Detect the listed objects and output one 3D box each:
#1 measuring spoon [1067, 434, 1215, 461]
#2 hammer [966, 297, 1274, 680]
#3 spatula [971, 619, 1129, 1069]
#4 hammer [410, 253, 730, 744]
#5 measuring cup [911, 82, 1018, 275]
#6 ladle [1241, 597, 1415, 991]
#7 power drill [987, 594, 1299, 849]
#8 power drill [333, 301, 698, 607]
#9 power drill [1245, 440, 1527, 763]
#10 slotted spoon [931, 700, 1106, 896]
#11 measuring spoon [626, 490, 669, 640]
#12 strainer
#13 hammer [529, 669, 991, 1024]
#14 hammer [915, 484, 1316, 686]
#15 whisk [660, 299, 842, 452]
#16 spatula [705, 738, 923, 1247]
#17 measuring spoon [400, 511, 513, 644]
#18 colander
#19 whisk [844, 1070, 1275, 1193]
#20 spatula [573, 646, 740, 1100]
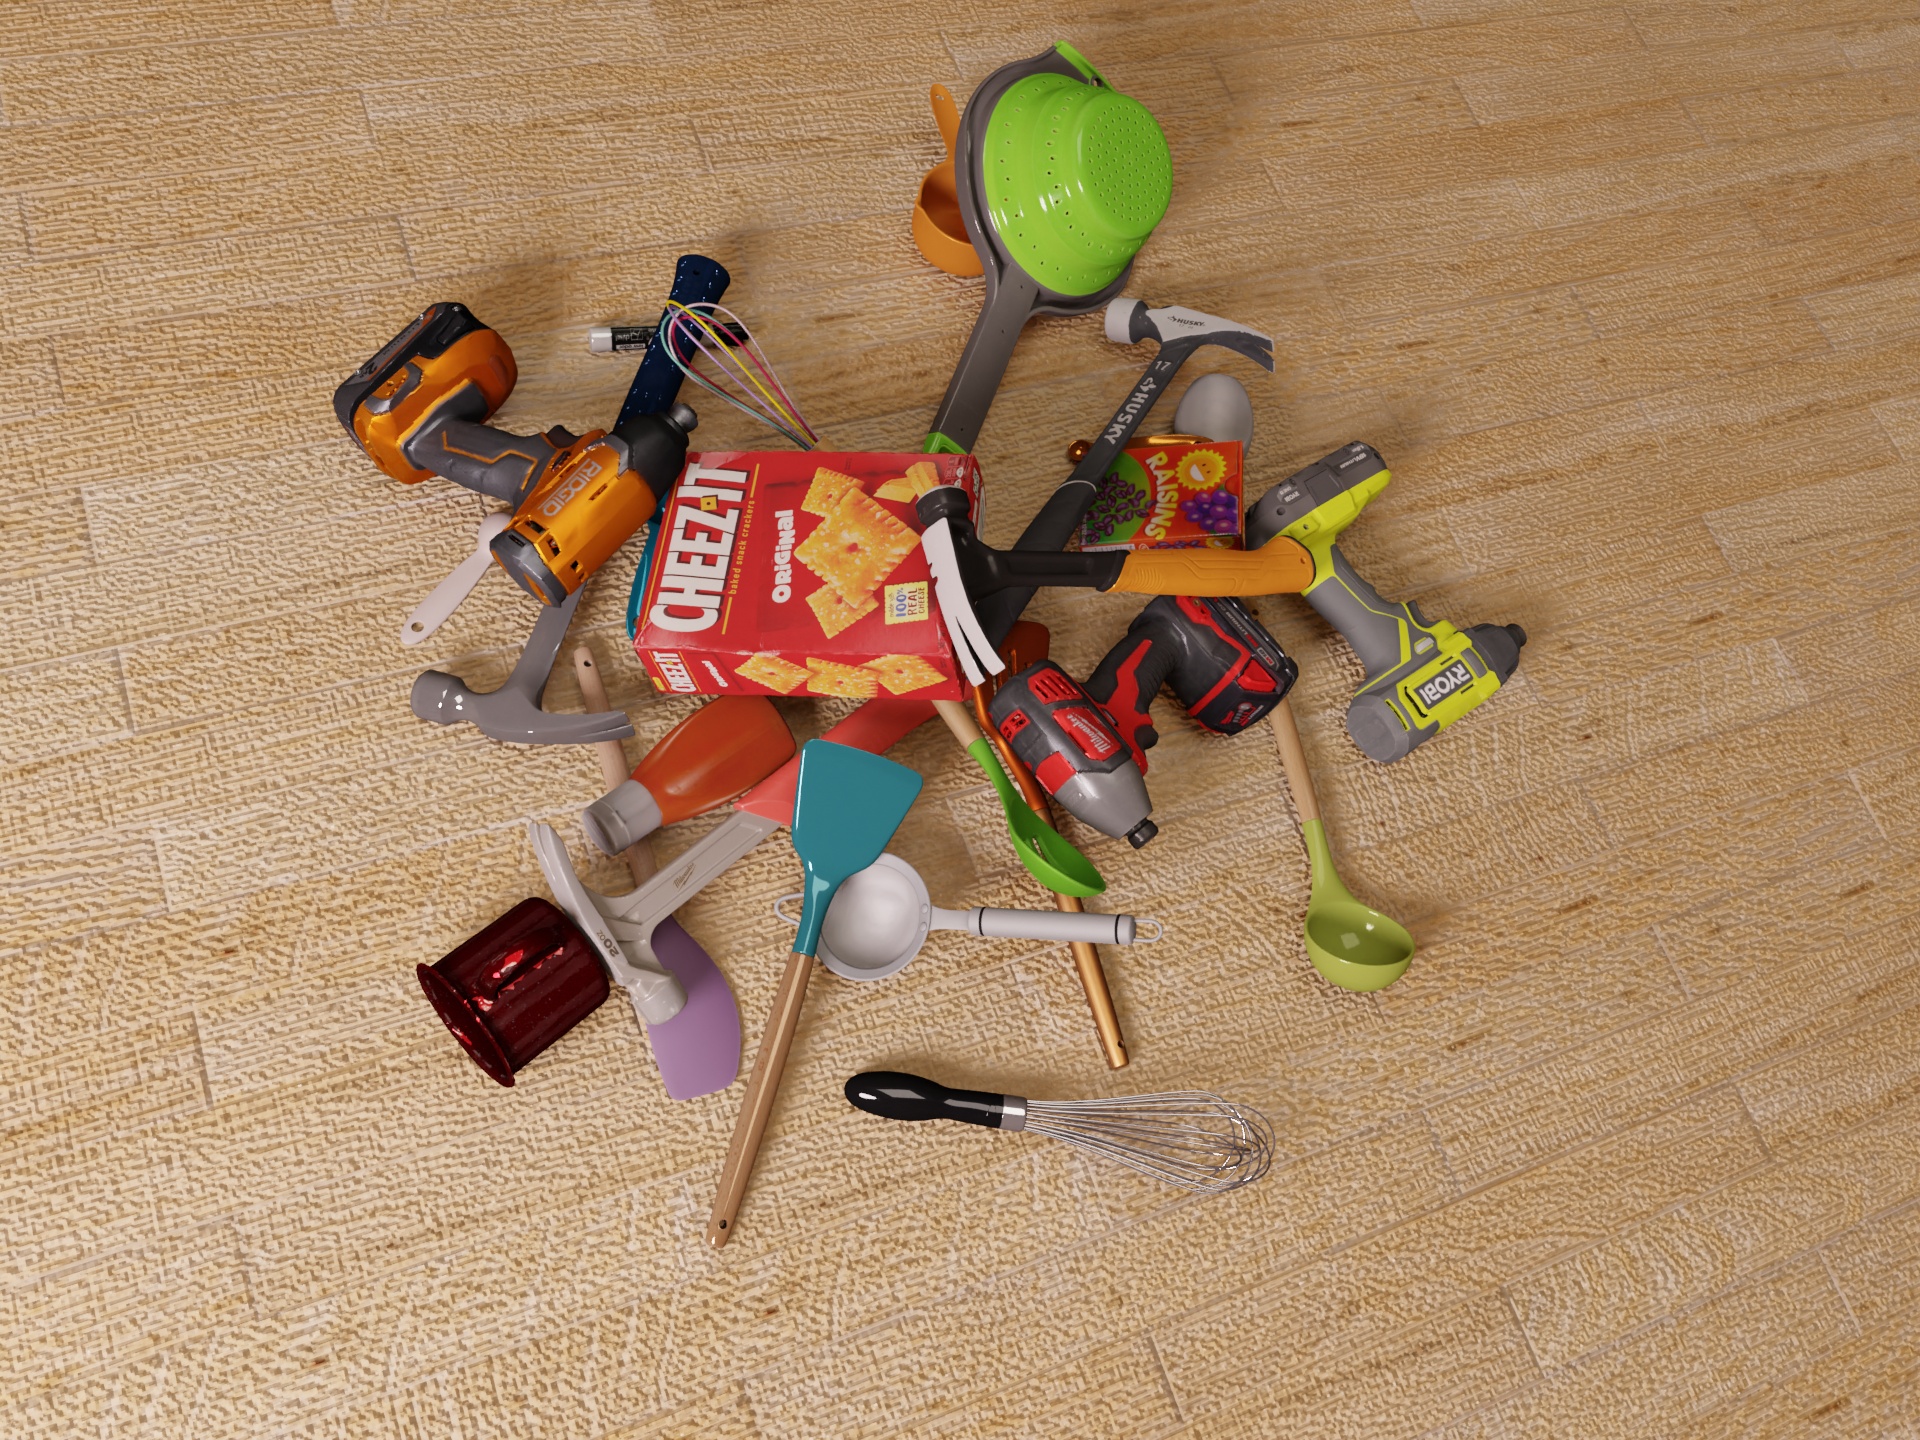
[{"bbox_3d":[0.143,-0.213,1.257,0.117,0.011,0.021,-1,68,9],"label":"measuring spoon"},{"bbox_3d":[0.099,-0.179,1.180,0.149,0.036,0.409,16,55,27],"label":"hammer"},{"bbox_3d":[0.068,0.083,1.114,0.081,0.041,0.323,-3,68,-38],"label":"spatula"},{"bbox_3d":[-0.241,-0.164,1.124,0.144,0.035,0.406,14,65,7],"label":"hammer"},{"bbox_3d":[-0.006,-0.446,1.320,0.095,0.052,0.174,-7,67,-17],"label":"measuring cup"},{"bbox_3d":[0.257,0.046,1.171,0.078,0.062,0.320,-3,65,-18],"label":"ladle"},{"bbox_3d":[0.133,-0.006,1.120,0.219,0.078,0.143,-32,78,-39],"label":"power drill"},{"bbox_3d":[-0.295,-0.192,1.078,0.227,0.084,0.164,35,72,23],"label":"power drill"},{"bbox_3d":[0.330,-0.098,1.242,0.171,0.080,0.223,-30,81,-24],"label":"power drill"},{"bbox_3d":[-0.002,-0.003,1.074,0.314,0.031,0.070,56,21,22],"label":"slotted spoon"},{"bbox_3d":[-0.220,-0.115,1.145,0.042,0.021,0.129,12,74,-6],"label":"measuring spoon"},{"bbox_3d":[0.005,0.132,1.032,0.258,0.050,0.087,1,74,21],"label":"strainer"},{"bbox_3d":[-0.110,0.034,1.060,0.359,0.037,0.149,-39,111,-32],"label":"hammer"},{"bbox_3d":[0.124,-0.095,1.084,0.336,0.034,0.127,-5,72,-37],"label":"hammer"},{"bbox_3d":[-0.122,-0.214,1.156,0.244,0.047,0.051,43,51,-17],"label":"whisk"},{"bbox_3d":[-0.107,0.172,1.003,0.082,0.044,0.318,19,75,-13],"label":"spatula"},{"bbox_3d":[-0.345,-0.100,1.102,0.034,0.018,0.124,33,64,1],"label":"measuring spoon"},{"bbox_3d":[0.072,-0.358,1.242,0.204,0.094,0.397,33,71,-35],"label":"colander"},{"bbox_3d":[0.065,0.258,1.030,0.284,0.070,0.070,10,65,-4],"label":"whisk"},{"bbox_3d":[-0.208,0.093,1.052,0.059,0.018,0.316,-12,72,-25],"label":"spatula"}]
